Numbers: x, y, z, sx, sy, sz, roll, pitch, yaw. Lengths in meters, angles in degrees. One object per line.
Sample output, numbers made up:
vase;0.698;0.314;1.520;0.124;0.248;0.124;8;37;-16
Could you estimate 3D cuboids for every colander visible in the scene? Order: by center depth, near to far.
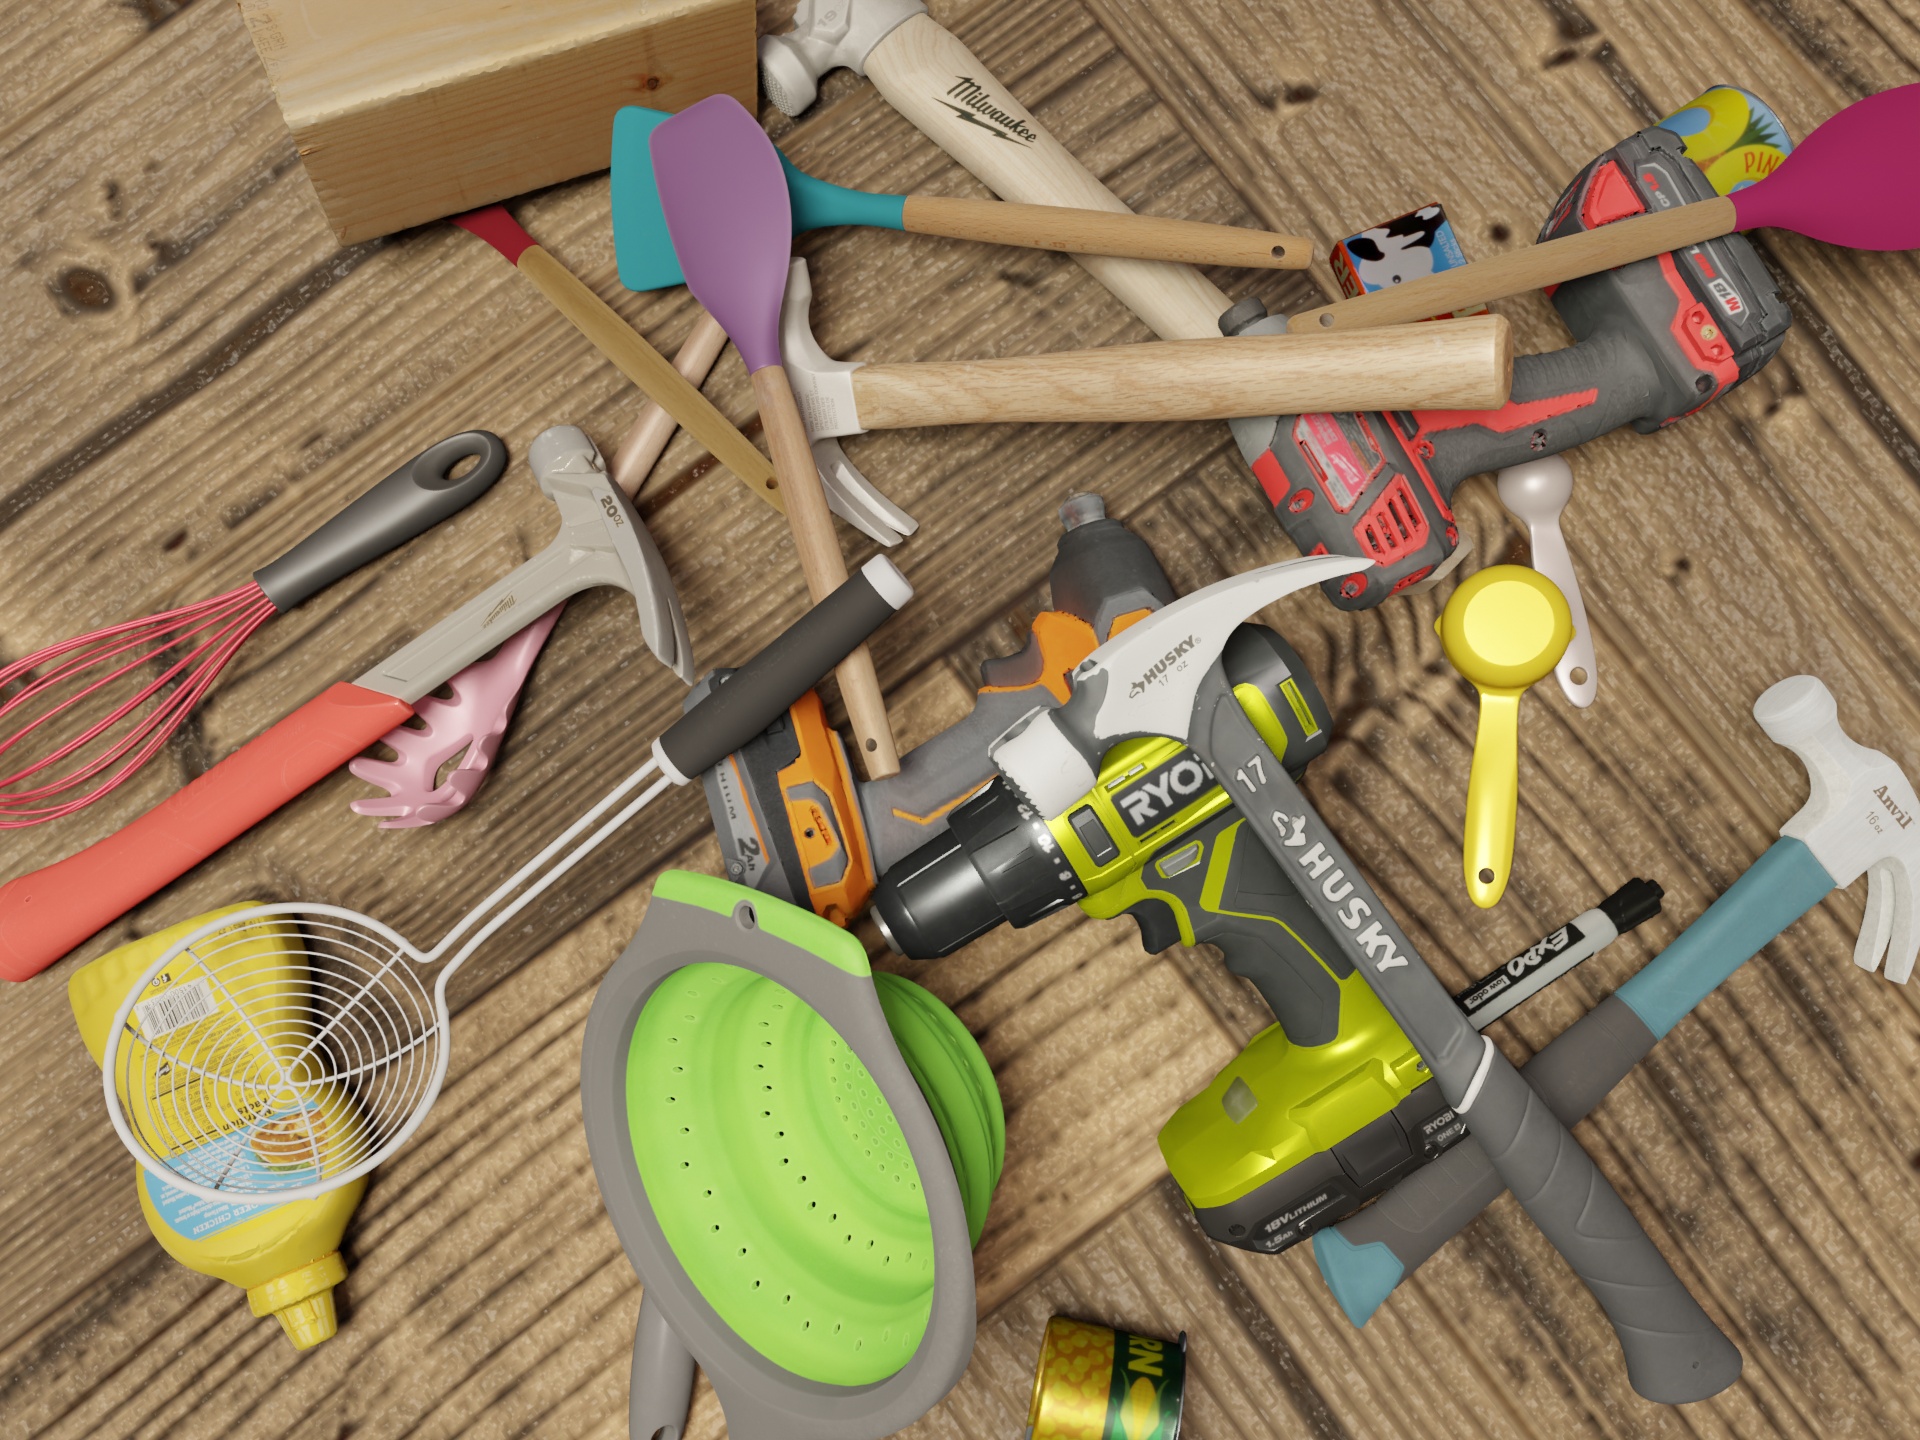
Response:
colander;-0.052;0.243;0.651;0.205;0.094;0.397;14;111;37

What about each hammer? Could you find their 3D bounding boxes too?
hammer;0.188;0.117;0.609;0.149;0.036;0.408;-40;105;-4
hammer;0.058;-0.138;0.668;0.331;0.031;0.130;3;116;27
hammer;0.280;0.136;0.686;0.331;0.033;0.128;-42;98;1
hammer;-0.287;0.017;0.707;0.359;0.036;0.149;-33;58;5
hammer;0.088;-0.222;0.750;0.146;0.038;0.411;-44;83;-4

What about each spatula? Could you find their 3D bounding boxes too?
spatula;-0.073;-0.126;0.678;0.060;0.018;0.316;-20;79;17
spatula;-0.003;-0.222;0.714;0.317;0.044;0.082;10;114;14

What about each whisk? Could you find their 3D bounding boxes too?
whisk;-0.125;0.208;0.701;0.055;0.055;0.239;5;87;3
whisk;-0.338;-0.047;0.739;0.296;0.073;0.073;-36;83;-9

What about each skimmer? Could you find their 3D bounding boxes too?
skimmer;-0.172;0.050;0.628;0.363;0.090;0.127;-39;71;7

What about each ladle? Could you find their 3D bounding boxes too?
ladle;-0.186;-0.200;0.747;0.315;0.031;0.069;43;82;12

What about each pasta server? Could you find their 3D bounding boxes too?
pasta server;-0.180;-0.086;0.744;0.060;0.040;0.316;26;83;31

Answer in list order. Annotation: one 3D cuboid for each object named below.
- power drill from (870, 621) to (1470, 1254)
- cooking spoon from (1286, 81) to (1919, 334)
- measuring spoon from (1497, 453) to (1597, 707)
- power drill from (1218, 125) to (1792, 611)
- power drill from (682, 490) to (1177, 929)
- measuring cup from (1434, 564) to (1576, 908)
power drill;0.092;0.098;0.645;0.190;0.080;0.228;-32;106;0
cooking spoon;0.287;-0.199;0.646;0.319;0.017;0.069;-16;84;-1
measuring spoon;0.275;-0.067;0.730;0.034;0.018;0.124;-10;83;1
power drill;0.223;-0.156;0.688;0.219;0.078;0.143;-29;83;-4
power drill;-0.001;-0.002;0.706;0.226;0.084;0.164;-16;82;-4
measuring cup;0.241;0.006;0.713;0.062;0.029;0.156;4;85;15
